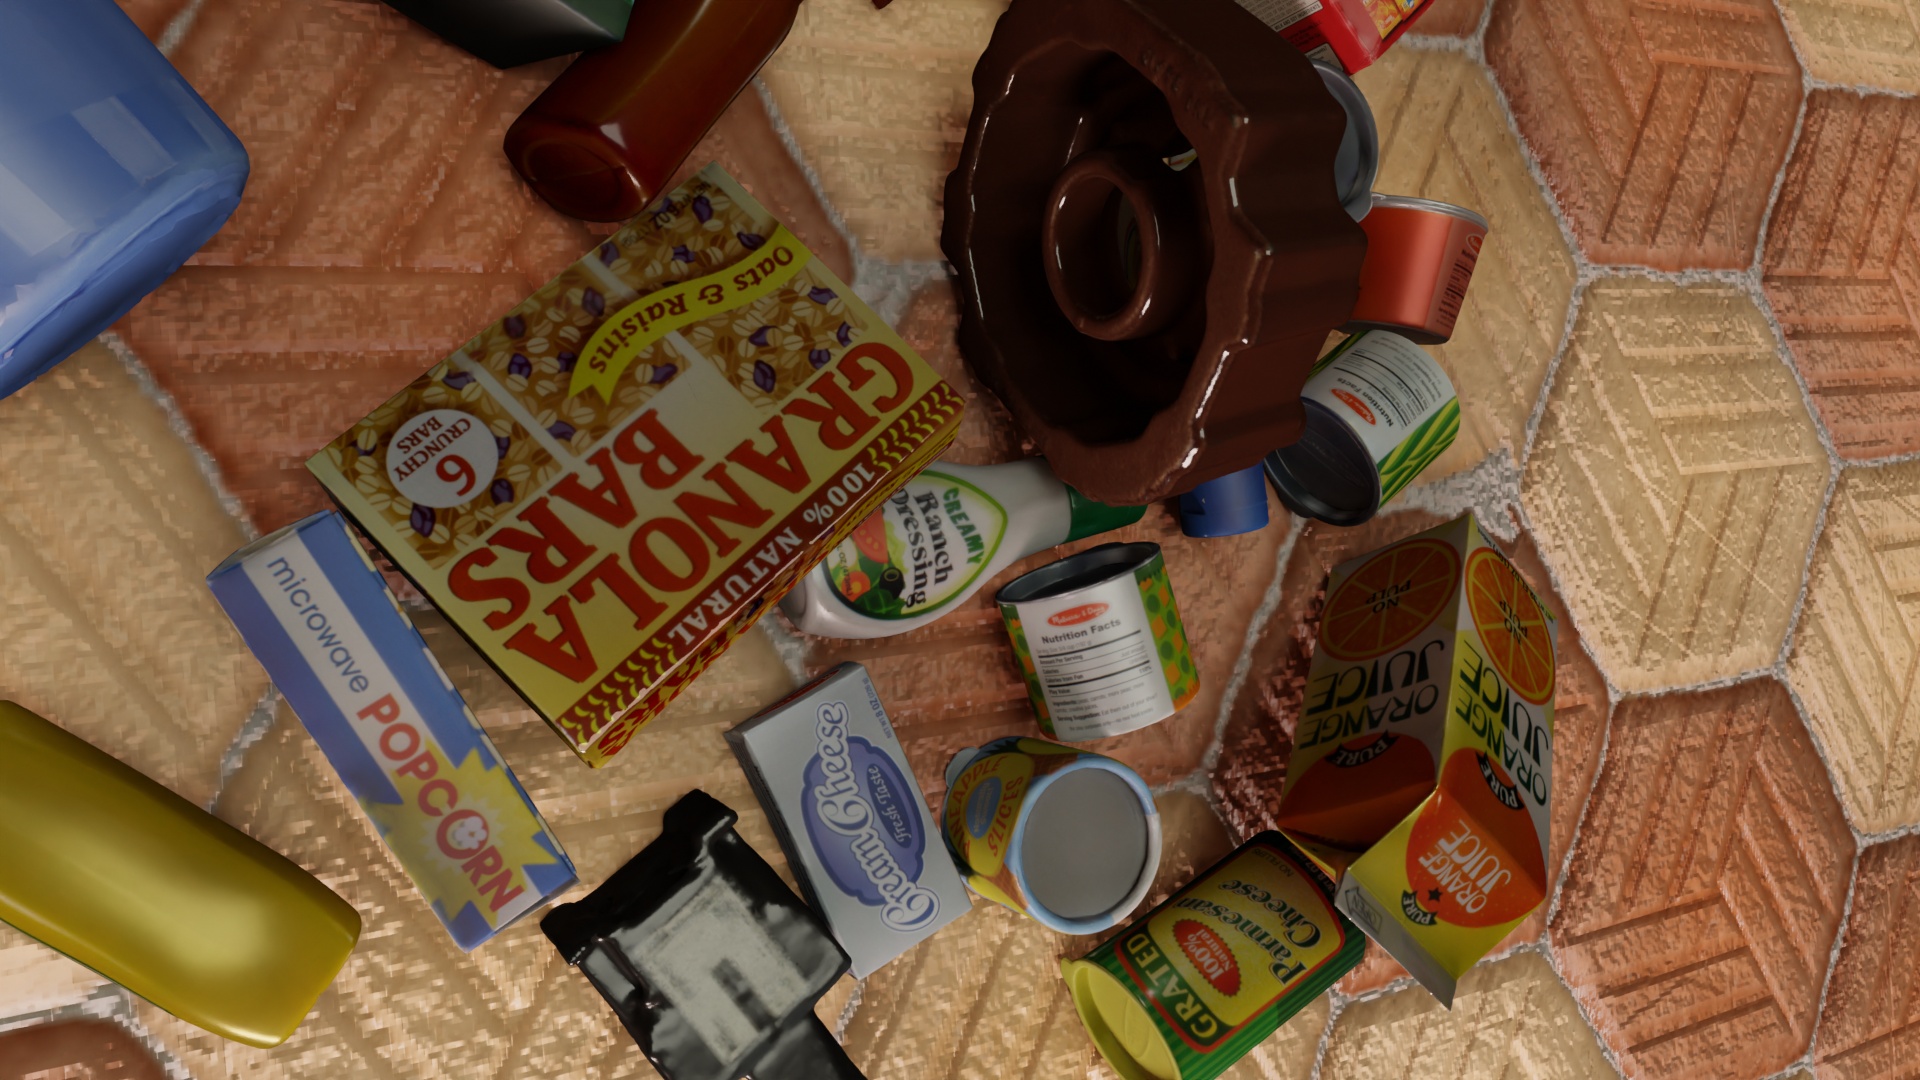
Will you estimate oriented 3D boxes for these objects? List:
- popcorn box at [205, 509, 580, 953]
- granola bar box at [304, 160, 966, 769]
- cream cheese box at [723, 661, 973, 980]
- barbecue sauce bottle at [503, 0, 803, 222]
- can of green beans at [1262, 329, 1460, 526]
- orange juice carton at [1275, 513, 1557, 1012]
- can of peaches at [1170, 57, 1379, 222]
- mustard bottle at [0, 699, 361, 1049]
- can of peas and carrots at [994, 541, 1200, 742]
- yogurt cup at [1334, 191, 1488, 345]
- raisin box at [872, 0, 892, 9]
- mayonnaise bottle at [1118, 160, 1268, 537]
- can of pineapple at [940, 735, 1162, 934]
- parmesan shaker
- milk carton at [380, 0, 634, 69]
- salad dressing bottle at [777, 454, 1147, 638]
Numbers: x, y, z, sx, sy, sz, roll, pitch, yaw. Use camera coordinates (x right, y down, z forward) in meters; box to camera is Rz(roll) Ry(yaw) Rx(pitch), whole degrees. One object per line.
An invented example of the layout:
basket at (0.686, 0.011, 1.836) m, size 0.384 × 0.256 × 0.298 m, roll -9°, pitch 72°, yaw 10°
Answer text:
popcorn box at (-0.168, 0.052, 0.411) m, size 0.038 × 0.085 × 0.126 m, roll -34°, pitch 104°, yaw -22°
granola bar box at (-0.099, -0.028, 0.451) m, size 0.124 × 0.039 × 0.166 m, roll 44°, pitch 69°, yaw 6°
cream cheese box at (-0.040, 0.102, 0.509) m, size 0.053 × 0.024 × 0.103 m, roll -28°, pitch 101°, yaw -23°
barbecue sauce bottle at (-0.089, -0.173, 0.473) m, size 0.043 × 0.065 × 0.149 m, roll 53°, pitch 58°, yaw -37°
can of green beans at (0.170, -0.049, 0.596) m, size 0.058 × 0.071 × 0.071 m, roll -37°, pitch 105°, yaw -23°
orange juice carton at (0.184, 0.085, 0.554) m, size 0.071 × 0.072 × 0.194 m, roll 45°, pitch 44°, yaw -19°
can of peaches at (0.132, -0.159, 0.585) m, size 0.071 × 0.058 × 0.071 m, roll 1°, pitch 88°, yaw -28°
mustard bottle at (-0.248, 0.083, 0.385) m, size 0.160 × 0.065 × 0.049 m, roll 37°, pitch 68°, yaw -15°
can of peas and carrots at (0.054, 0.038, 0.537) m, size 0.071 × 0.071 × 0.058 m, roll -22°, pitch 99°, yaw -26°
yogurt cup at (0.193, -0.118, 0.613) m, size 0.072 × 0.072 × 0.054 m, roll 9°, pitch 93°, yaw -26°
raisin box at (-0.007, -0.274, 0.528) m, size 0.124 × 0.040 × 0.086 m, roll -44°, pitch 108°, yaw -20°
mayonnaise bottle at (0.098, -0.076, 0.565) m, size 0.041 × 0.064 × 0.148 m, roll -13°, pitch 98°, yaw -27°
can of pineapple at (0.033, 0.110, 0.527) m, size 0.071 × 0.058 × 0.071 m, roll 1°, pitch 89°, yaw -27°
parmesan shaker at (0.102, 0.168, 0.558) m, size 0.103 × 0.071 × 0.071 m, roll -28°, pitch 101°, yaw -25°
milk carton at (-0.129, -0.256, 0.436) m, size 0.073 × 0.072 × 0.191 m, roll 23°, pitch 77°, yaw -48°
salad dressing bottle at (0.002, -0.007, 0.522) m, size 0.148 × 0.044 × 0.064 m, roll -16°, pitch 95°, yaw -27°
